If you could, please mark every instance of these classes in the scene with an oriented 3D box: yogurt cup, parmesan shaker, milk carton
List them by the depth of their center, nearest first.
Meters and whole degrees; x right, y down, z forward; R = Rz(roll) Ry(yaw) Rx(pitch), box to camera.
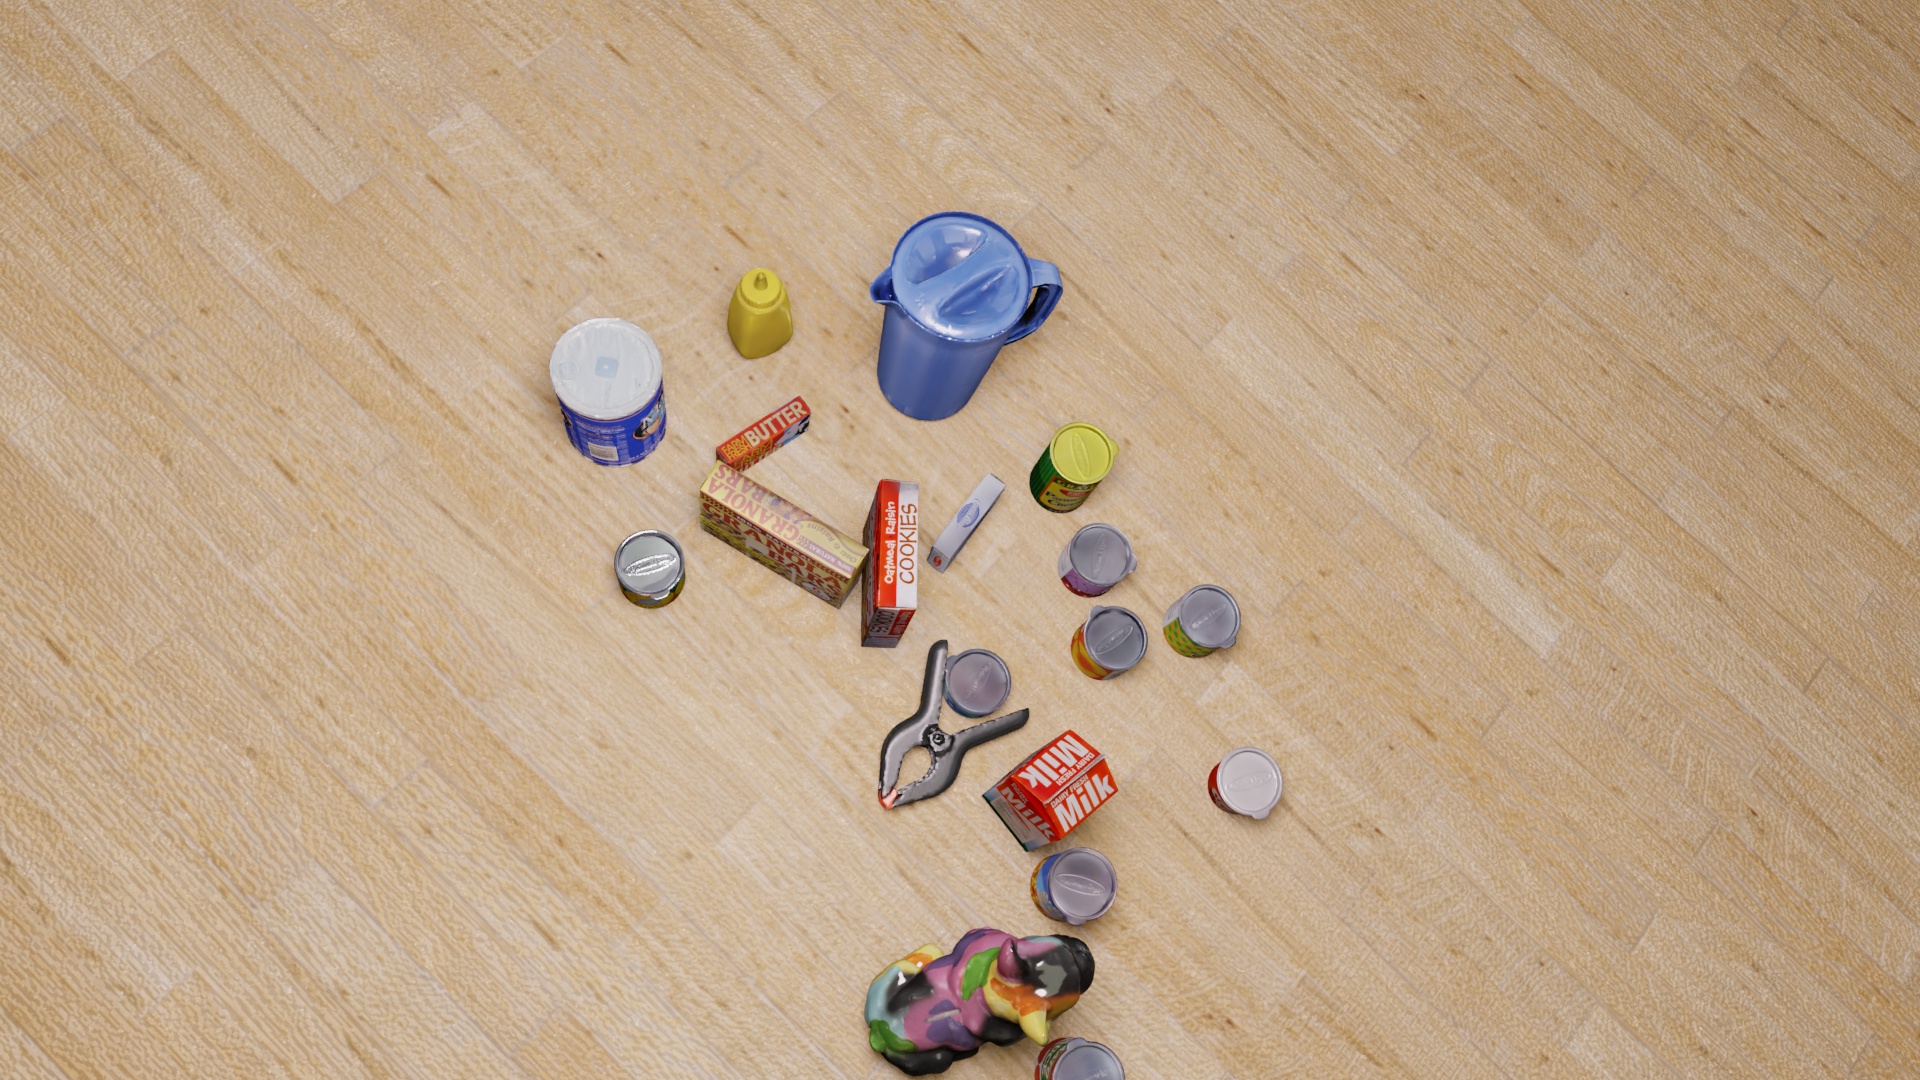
[{"bbox_3d":[0.085,0.231,1.284,0.072,0.190,0.073,-37,82,-18],"label":"milk carton"},{"bbox_3d":[0.281,0.243,1.387,0.072,0.053,0.072,3,73,-9],"label":"yogurt cup"},{"bbox_3d":[0.116,-0.073,1.431,0.071,0.102,0.071,3,73,-9],"label":"parmesan shaker"}]

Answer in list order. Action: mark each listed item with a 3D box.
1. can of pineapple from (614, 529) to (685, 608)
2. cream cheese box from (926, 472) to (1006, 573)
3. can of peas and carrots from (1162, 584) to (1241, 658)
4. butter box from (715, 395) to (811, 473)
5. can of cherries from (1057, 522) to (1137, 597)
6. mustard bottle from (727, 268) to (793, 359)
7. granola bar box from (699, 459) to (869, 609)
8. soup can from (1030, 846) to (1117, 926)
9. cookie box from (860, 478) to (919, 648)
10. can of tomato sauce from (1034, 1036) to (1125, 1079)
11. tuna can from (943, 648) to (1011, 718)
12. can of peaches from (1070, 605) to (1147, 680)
[{"bbox_3d":[-0.301,0.030,1.351,0.071,0.057,0.071,3,73,-9],"label":"can of pineapple"},{"bbox_3d":[0.005,-0.018,1.421,0.024,0.053,0.104,36,71,2],"label":"cream cheese box"},{"bbox_3d":[0.249,0.086,1.428,0.071,0.058,0.071,3,73,-9],"label":"can of peas and carrots"},{"bbox_3d":[-0.200,-0.104,1.413,0.104,0.053,0.024,-35,82,-18],"label":"butter box"},{"bbox_3d":[0.140,0.023,1.429,0.071,0.058,0.071,3,73,-9],"label":"can of cherries"},{"bbox_3d":[-0.200,-0.235,1.397,0.065,0.159,0.049,-25,79,-16],"label":"mustard bottle"},{"bbox_3d":[-0.174,-0.002,1.348,0.165,0.124,0.039,31,71,0],"label":"granola bar box"},{"bbox_3d":[0.105,0.329,1.314,0.071,0.083,0.071,3,73,-9],"label":"soup can"},{"bbox_3d":[-0.070,0.026,1.334,0.040,0.167,0.123,3,73,-9],"label":"cookie box"},{"bbox_3d":[0.106,0.487,1.265,0.071,0.083,0.071,3,73,-9],"label":"can of tomato sauce"},{"bbox_3d":[0.013,0.142,1.384,0.071,0.032,0.071,3,73,-9],"label":"tuna can"},{"bbox_3d":[0.148,0.103,1.406,0.071,0.058,0.071,3,73,-9],"label":"can of peaches"}]
